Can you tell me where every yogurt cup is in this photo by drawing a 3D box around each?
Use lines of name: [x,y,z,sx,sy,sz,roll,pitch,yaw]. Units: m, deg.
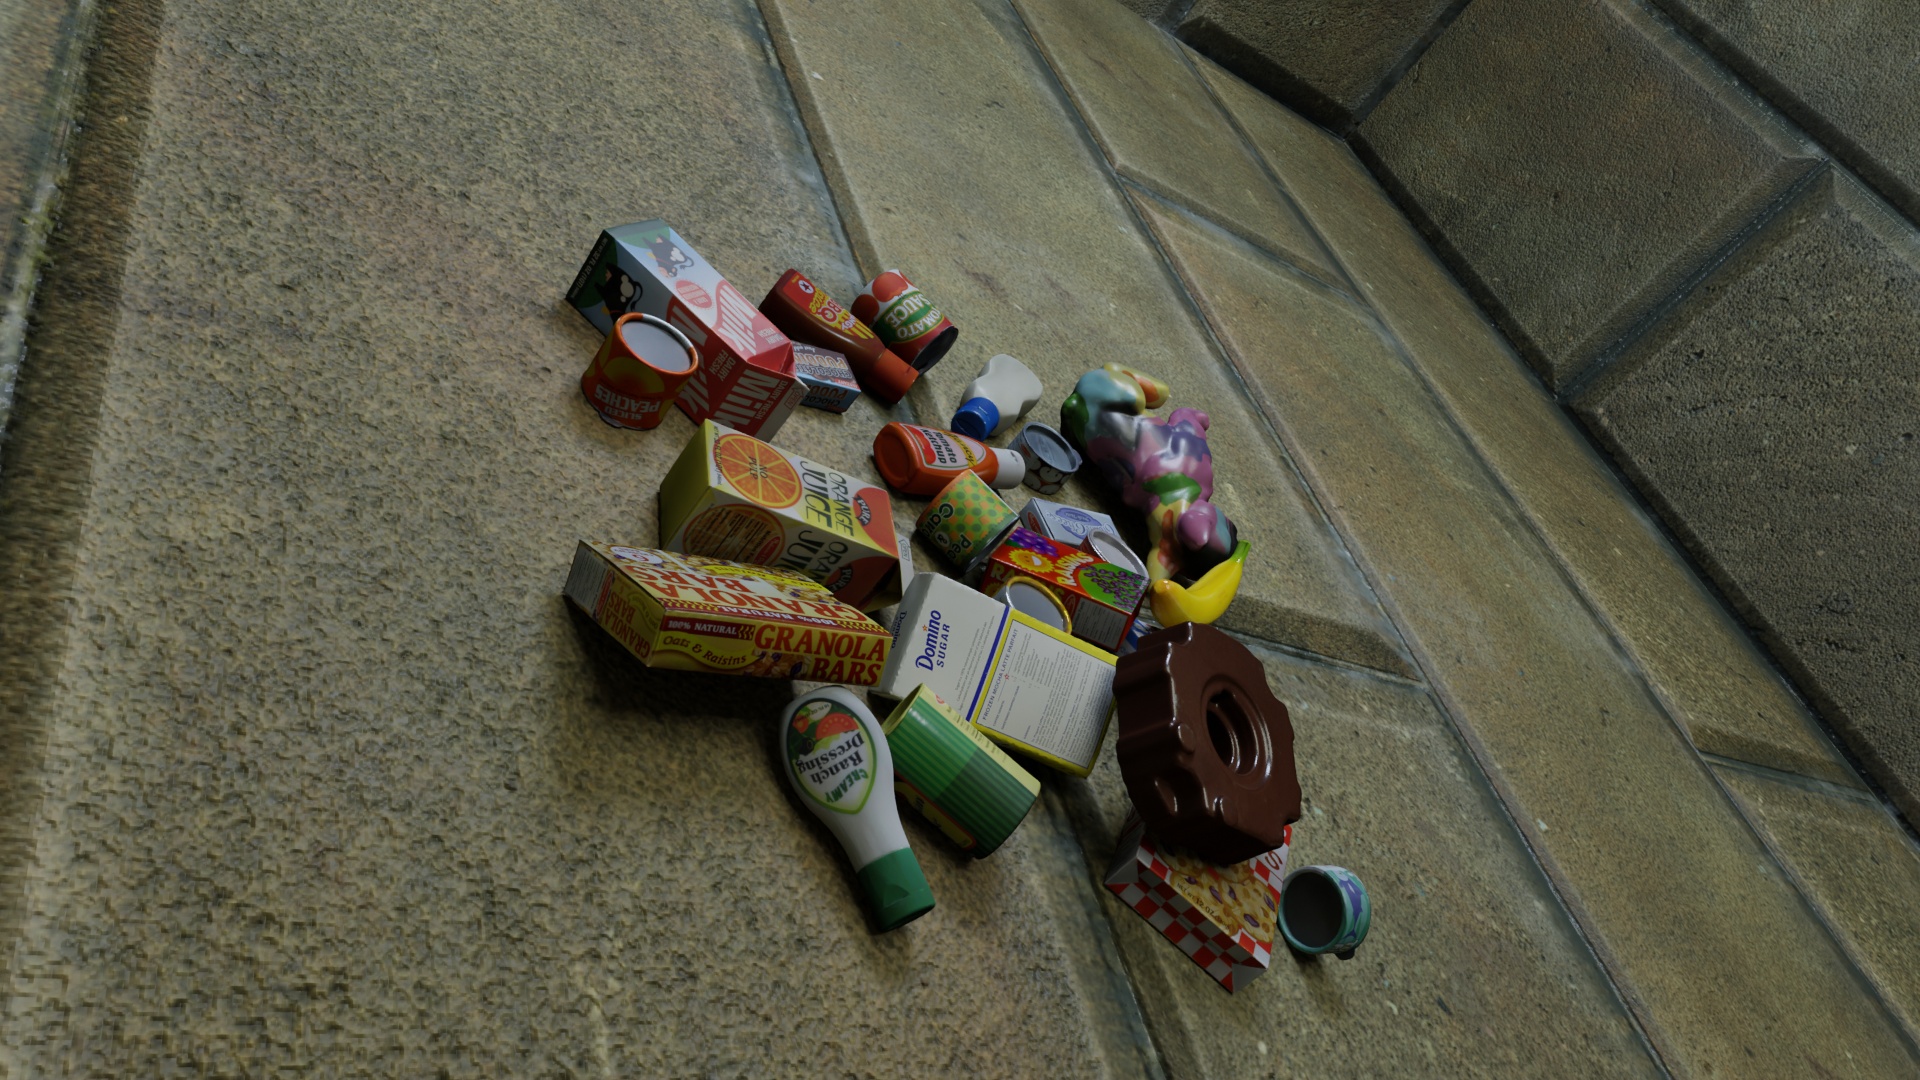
yogurt cup: [0.122,0.031,1.208,0.072,0.053,0.073,35,22,-16]

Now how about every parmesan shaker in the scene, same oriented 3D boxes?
parmesan shaker: [-0.007,0.151,0.904,0.103,0.071,0.071,41,30,-2]

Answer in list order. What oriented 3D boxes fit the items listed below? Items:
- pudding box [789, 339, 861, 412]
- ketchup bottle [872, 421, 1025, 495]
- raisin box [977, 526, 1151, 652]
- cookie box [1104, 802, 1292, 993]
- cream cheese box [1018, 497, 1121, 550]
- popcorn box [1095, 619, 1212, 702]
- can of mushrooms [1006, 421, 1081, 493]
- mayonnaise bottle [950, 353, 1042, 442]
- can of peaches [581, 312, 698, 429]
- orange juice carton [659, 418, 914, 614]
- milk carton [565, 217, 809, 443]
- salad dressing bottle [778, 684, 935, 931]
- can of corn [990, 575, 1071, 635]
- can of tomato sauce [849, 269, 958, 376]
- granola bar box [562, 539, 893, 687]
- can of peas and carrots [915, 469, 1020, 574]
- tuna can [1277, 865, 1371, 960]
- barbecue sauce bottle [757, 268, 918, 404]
pudding box: [-0.131,-0.140,1.175,0.084,0.030,0.050,10,43,-41]
ketchup bottle: [-0.005,-0.067,1.209,0.149,0.043,0.065,4,47,-47]
raisin box: [0.086,0.038,1.138,0.123,0.040,0.086,22,25,11]
cookie box: [0.183,0.234,1.038,0.123,0.040,0.168,40,31,-2]
cream cheese box: [0.106,-0.005,1.273,0.104,0.024,0.053,12,42,-40]
popcorn box: [0.177,0.115,1.150,0.085,0.038,0.127,22,17,-31]
can of mushrooms: [0.080,-0.078,1.328,0.071,0.033,0.071,29,32,-20]
mayonnaise bottle: [0.031,-0.133,1.338,0.065,0.041,0.149,40,32,0]
can of peaches: [-0.233,-0.122,1.011,0.071,0.057,0.071,29,32,-20]
orange juice carton: [-0.111,-0.007,0.985,0.193,0.072,0.072,21,36,-31]
milk carton: [-0.203,-0.157,1.075,0.190,0.072,0.074,44,30,4]
salad dressing bottle: [-0.061,0.162,0.844,0.148,0.064,0.044,62,-1,20]
can of corn: [0.045,0.069,1.077,0.071,0.058,0.071,29,32,-21]
can of tomato sauce: [-0.053,-0.205,1.305,0.083,0.071,0.071,47,31,10]
granola bar box: [-0.143,0.045,0.863,0.166,0.039,0.124,11,12,-41]
can of peas and carrots: [0.004,-0.014,1.132,0.059,0.070,0.071,44,30,6]
tuna can: [0.276,0.283,1.056,0.033,0.070,0.071,12,41,-39]
barbecue sauce bottle: [-0.107,-0.179,1.239,0.148,0.043,0.065,37,30,-9]
